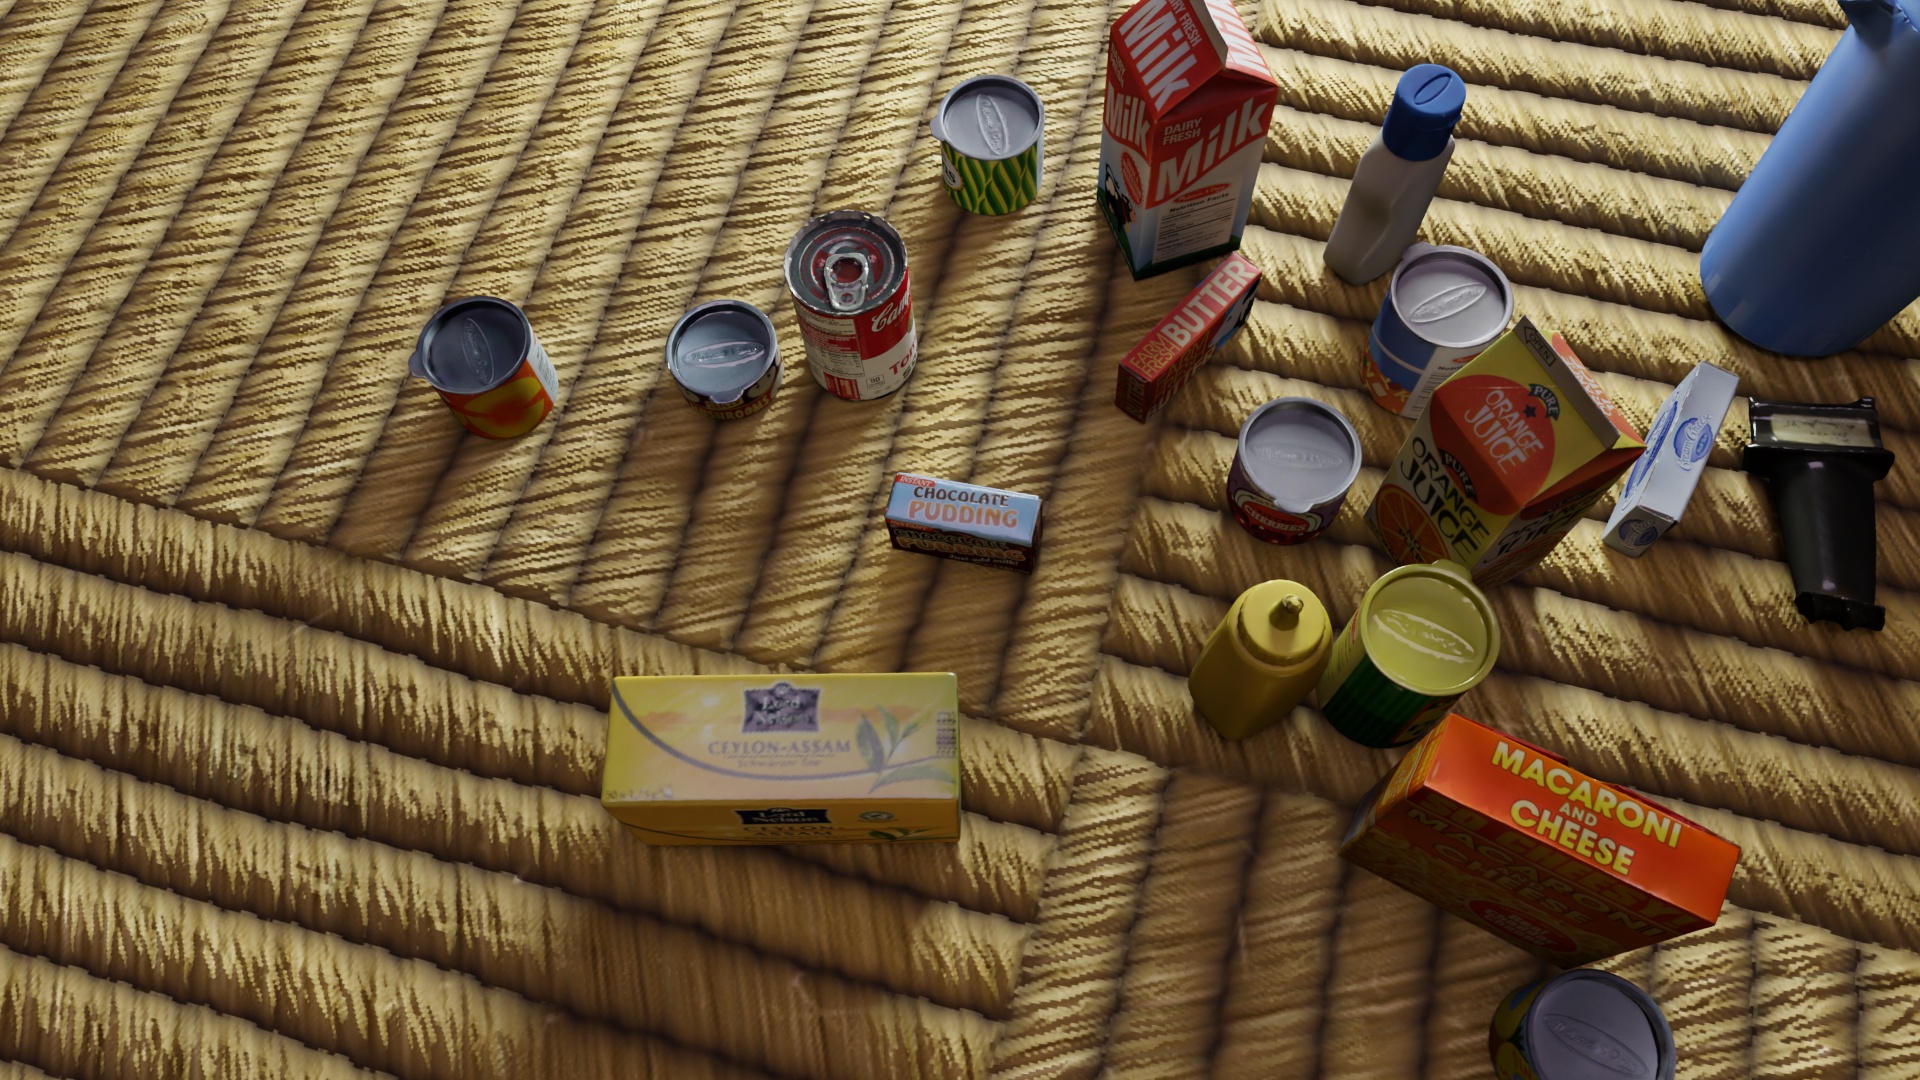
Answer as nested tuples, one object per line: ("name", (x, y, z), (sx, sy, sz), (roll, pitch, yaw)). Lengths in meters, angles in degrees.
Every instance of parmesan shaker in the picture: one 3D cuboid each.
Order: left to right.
("parmesan shaker", (0.226, 0.059, 0.706), (0.071, 0.102, 0.071), (-1, 67, 2))

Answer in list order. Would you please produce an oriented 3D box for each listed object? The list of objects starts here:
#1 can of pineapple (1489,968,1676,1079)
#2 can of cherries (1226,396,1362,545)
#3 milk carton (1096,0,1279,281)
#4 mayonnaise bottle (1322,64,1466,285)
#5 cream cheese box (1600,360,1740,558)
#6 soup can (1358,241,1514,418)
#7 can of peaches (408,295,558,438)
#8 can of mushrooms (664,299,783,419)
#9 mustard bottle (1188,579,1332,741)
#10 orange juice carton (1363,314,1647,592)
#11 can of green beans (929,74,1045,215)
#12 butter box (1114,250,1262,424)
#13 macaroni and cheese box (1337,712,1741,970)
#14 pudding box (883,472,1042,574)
("can of pineapple", (0.288, 0.239, 0.650), (0.071, 0.057, 0.071), (-1, 67, 2))
("can of cherries", (0.183, -0.036, 0.774), (0.071, 0.058, 0.072), (-1, 67, 2))
("milk carton", (0.127, -0.238, 0.792), (0.073, 0.189, 0.072), (-17, 67, -5))
("mayonnaise bottle", (0.251, -0.209, 0.798), (0.065, 0.147, 0.041), (-41, 71, -14))
("cream cheese box", (0.395, -0.044, 0.772), (0.024, 0.053, 0.104), (28, 70, 13))
("soup can", (0.268, -0.119, 0.793), (0.071, 0.083, 0.071), (-1, 67, 2))
("can of peaches", (-0.280, -0.100, 0.819), (0.071, 0.058, 0.071), (-1, 67, 2))
("can of mushrooms", (-0.140, -0.105, 0.829), (0.071, 0.033, 0.071), (-1, 67, 2))
("mustard bottle", (0.151, 0.053, 0.681), (0.065, 0.159, 0.049), (-32, 69, -11))
("orange juice carton", (0.273, -0.036, 0.698), (0.073, 0.192, 0.072), (-25, 68, -8))
("can of green beans", (0.020, -0.247, 0.872), (0.071, 0.057, 0.071), (-1, 67, 2))
("butter box", (0.133, -0.118, 0.814), (0.024, 0.053, 0.104), (41, 74, 17))
("macaroni and cheese box", (0.253, 0.141, 0.635), (0.124, 0.165, 0.040), (25, 70, 12))
("pudding box", (0.003, -0.010, 0.774), (0.084, 0.049, 0.030), (11, 68, 7))
